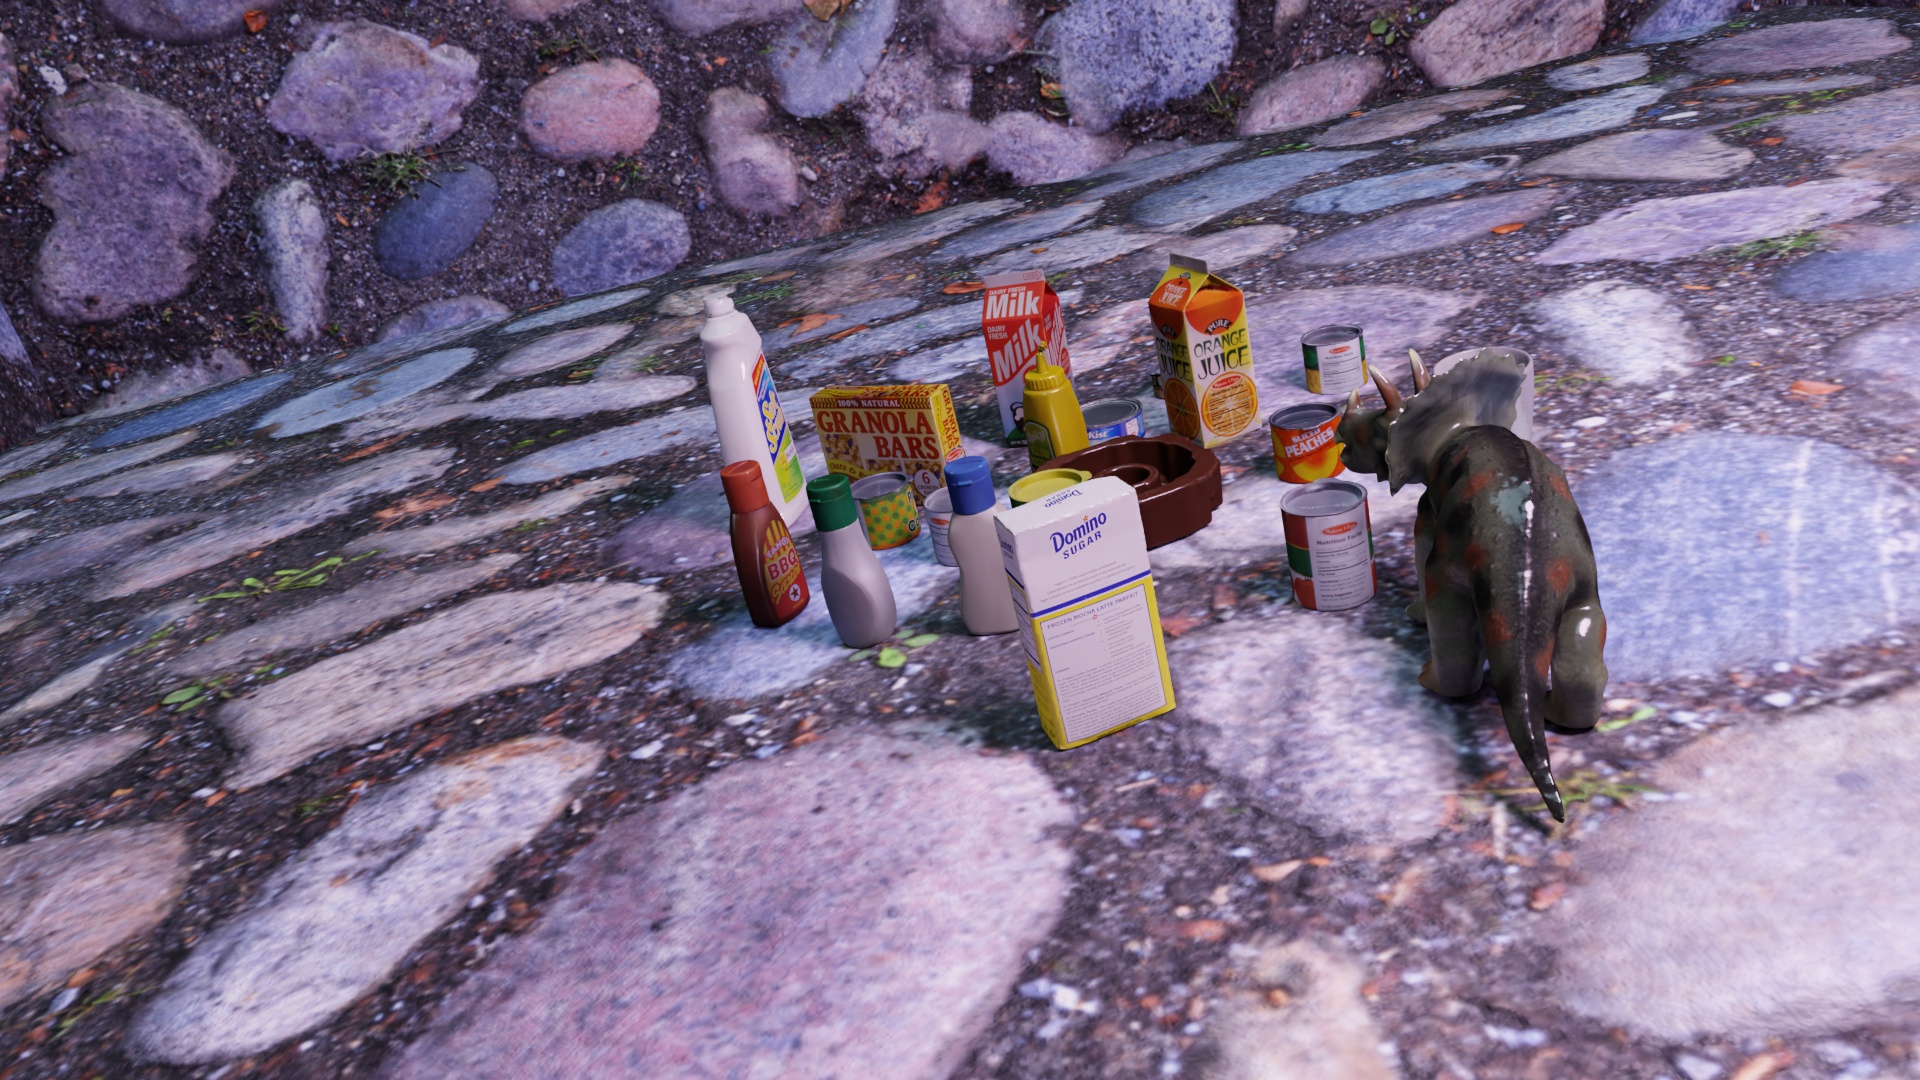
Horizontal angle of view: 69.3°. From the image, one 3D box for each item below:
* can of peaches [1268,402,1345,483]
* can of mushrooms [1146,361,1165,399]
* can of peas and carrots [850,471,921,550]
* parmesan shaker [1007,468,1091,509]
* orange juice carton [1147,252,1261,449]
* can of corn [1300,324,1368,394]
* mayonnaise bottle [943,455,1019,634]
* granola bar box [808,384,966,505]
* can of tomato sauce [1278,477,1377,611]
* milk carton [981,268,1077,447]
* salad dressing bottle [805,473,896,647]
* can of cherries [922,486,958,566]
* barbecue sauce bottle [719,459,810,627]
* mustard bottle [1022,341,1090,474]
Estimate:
[{"bbox_3d":[0.327,-0.091,1.307,0.071,0.057,0.071,-11,23,5],"label":"can of peaches"},{"bbox_3d":[0.252,-0.189,1.610,0.071,0.033,0.071,-11,23,5],"label":"can of mushrooms"},{"bbox_3d":[-0.075,-0.031,1.389,0.071,0.058,0.071,-11,22,5],"label":"can of peas and carrots"},{"bbox_3d":[0.085,-0.001,1.174,0.071,0.102,0.071,-12,22,5],"label":"parmesan shaker"},{"bbox_3d":[0.249,-0.200,1.431,0.073,0.192,0.072,-20,23,-16],"label":"orange juice carton"},{"bbox_3d":[0.407,-0.198,1.512,0.071,0.058,0.071,-11,22,5],"label":"can of corn"},{"bbox_3d":[0.020,0.004,1.139,0.065,0.147,0.041,-9,23,12],"label":"mayonnaise bottle"},{"bbox_3d":[-0.073,-0.101,1.470,0.165,0.123,0.039,4,28,36],"label":"granola bar box"},{"bbox_3d":[0.286,0.003,1.078,0.071,0.082,0.071,-12,22,5],"label":"can of tomato sauce"},{"bbox_3d":[0.077,-0.205,1.543,0.072,0.189,0.074,-4,24,22],"label":"milk carton"},{"bbox_3d":[-0.095,0.017,1.174,0.064,0.147,0.044,5,29,38],"label":"salad dressing bottle"},{"bbox_3d":[0.005,-0.016,1.312,0.071,0.058,0.072,-11,22,5],"label":"can of cherries"},{"bbox_3d":[-0.181,0.001,1.258,0.043,0.148,0.065,1,26,31],"label":"barbecue sauce bottle"},{"bbox_3d":[0.091,-0.120,1.375,0.049,0.159,0.065,-26,25,-28],"label":"mustard bottle"}]
